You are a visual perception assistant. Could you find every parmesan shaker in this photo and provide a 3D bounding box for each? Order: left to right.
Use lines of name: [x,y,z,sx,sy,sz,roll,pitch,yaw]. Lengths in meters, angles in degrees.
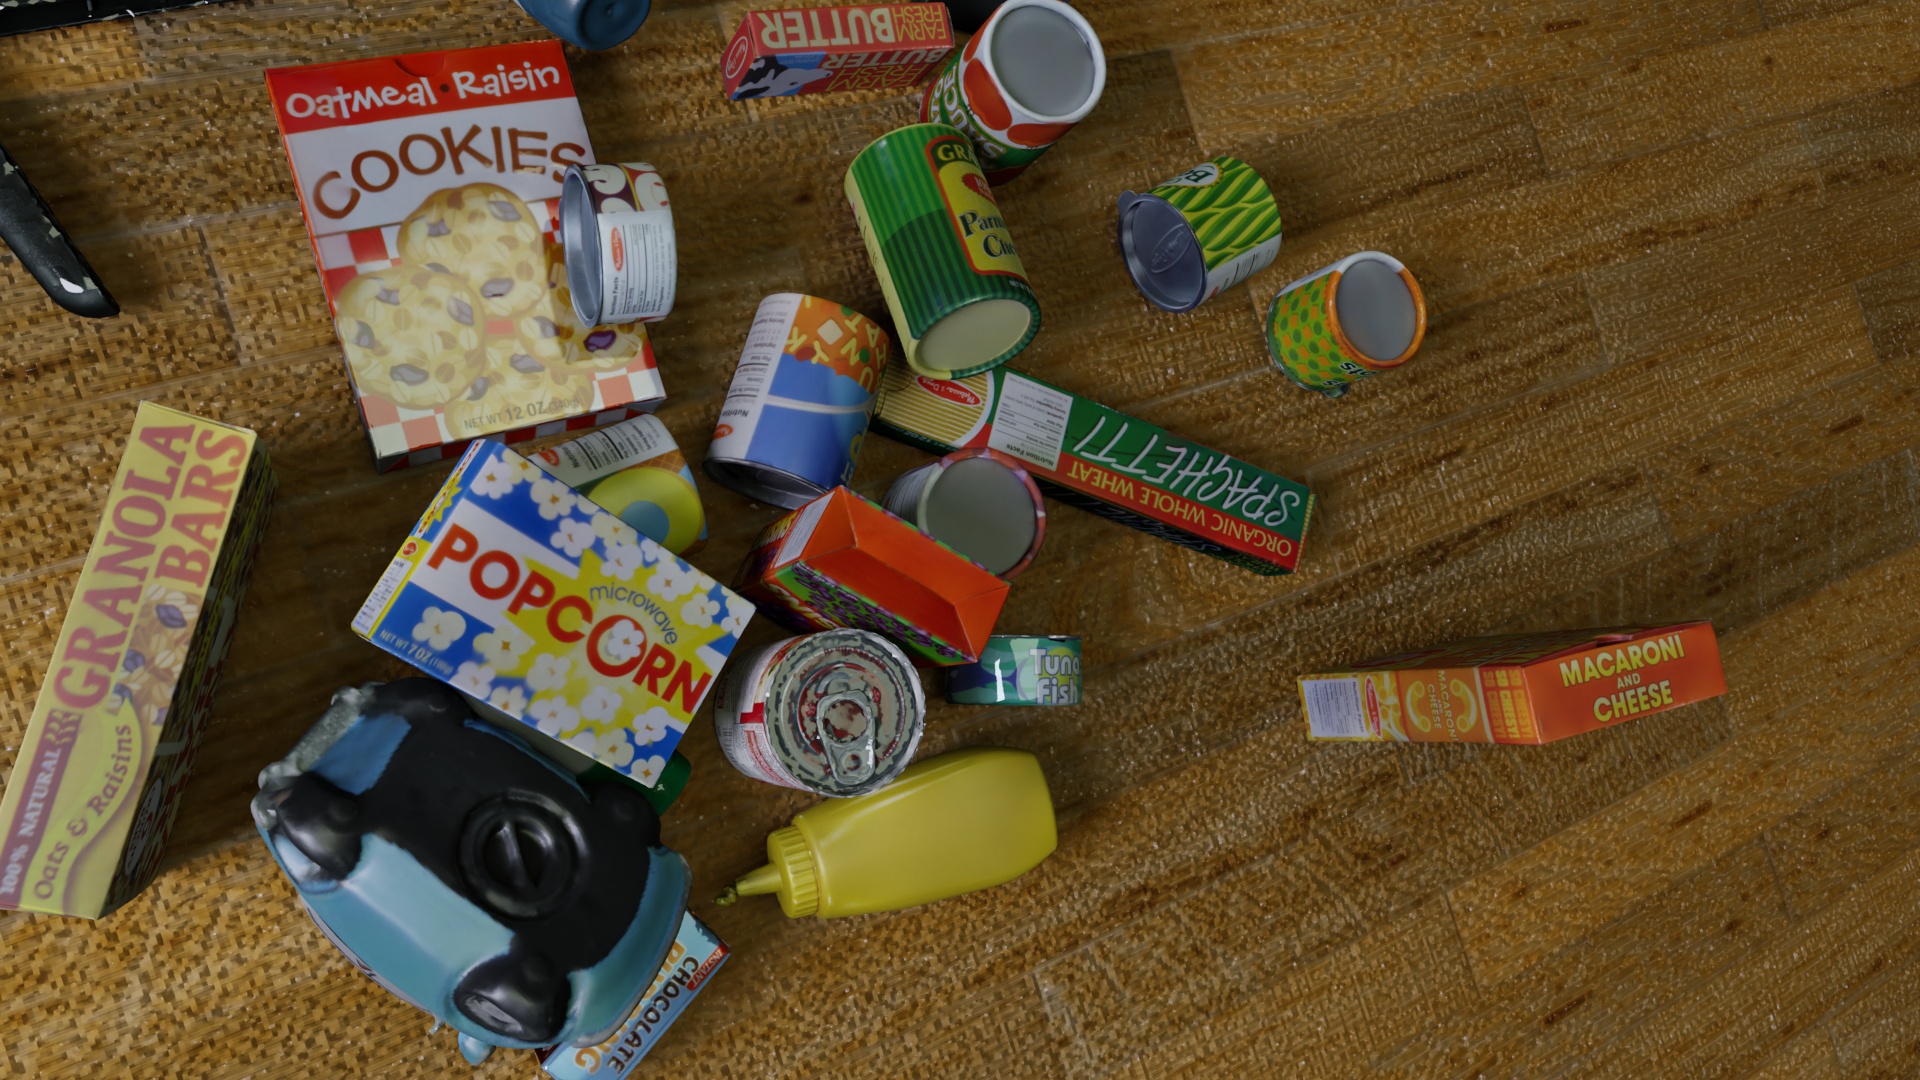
parmesan shaker: [-0.007,-0.135,0.657,0.071,0.071,0.103,-9,64,-23]

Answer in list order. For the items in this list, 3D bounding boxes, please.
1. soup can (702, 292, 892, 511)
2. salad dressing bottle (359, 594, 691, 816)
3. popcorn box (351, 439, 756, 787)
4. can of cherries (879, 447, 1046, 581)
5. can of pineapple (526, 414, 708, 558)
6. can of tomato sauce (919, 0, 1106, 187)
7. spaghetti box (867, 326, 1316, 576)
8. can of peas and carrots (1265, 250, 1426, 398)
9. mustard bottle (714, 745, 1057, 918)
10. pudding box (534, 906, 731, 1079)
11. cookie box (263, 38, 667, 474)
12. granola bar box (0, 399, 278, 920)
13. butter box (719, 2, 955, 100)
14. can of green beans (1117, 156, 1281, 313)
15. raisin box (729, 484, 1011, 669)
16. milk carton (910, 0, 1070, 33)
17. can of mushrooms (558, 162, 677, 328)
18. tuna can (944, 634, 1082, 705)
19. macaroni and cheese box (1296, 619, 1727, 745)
soup can: [-0.071,-0.060,0.638,0.071,0.071,0.084,22,75,-19]
salad dressing bottle: [-0.178,0.062,0.582,0.044,0.064,0.147,-45,110,-2]
popcorn box: [-0.154,0.029,0.537,0.126,0.038,0.085,37,73,-31]
can of cherries: [0.002,-0.008,0.665,0.071,0.058,0.071,3,82,-22]
can of pineapple: [-0.149,-0.013,0.600,0.058,0.071,0.071,-24,93,-23]
can of tomato sauce: [0.023,-0.221,0.689,0.071,0.083,0.071,3,82,-22]
spaghetti box: [0.071,-0.041,0.714,0.250,0.028,0.050,19,76,-19]
can of peas and carrots: [0.214,-0.118,0.768,0.071,0.058,0.071,3,82,-22]
mustard bottle: [-0.036,0.138,0.634,0.161,0.048,0.065,-11,87,-23]
pudding box: [-0.138,0.193,0.584,0.030,0.049,0.084,46,69,-10]
cookie box: [-0.212,-0.125,0.601,0.123,0.040,0.167,-16,89,-24]
granola bar box: [-0.291,0.044,0.500,0.039,0.124,0.166,16,77,-20]
butter box: [-0.060,-0.237,0.673,0.104,0.053,0.024,-12,90,-23]
can of green beans: [0.126,-0.162,0.733,0.058,0.071,0.071,-31,95,-23]
raisin box: [-0.043,0.022,0.606,0.086,0.123,0.040,30,73,-16]
milk carton: [0.019,-0.365,0.713,0.072,0.073,0.190,2,82,-22]
can of mushrooms: [-0.142,-0.123,0.574,0.033,0.071,0.071,-10,87,-25]
tuna can: [0.027,0.061,0.659,0.071,0.071,0.033,2,84,-22]
macaroni and cheese box: [0.272,0.073,0.707,0.124,0.166,0.040,-9,86,-23]
